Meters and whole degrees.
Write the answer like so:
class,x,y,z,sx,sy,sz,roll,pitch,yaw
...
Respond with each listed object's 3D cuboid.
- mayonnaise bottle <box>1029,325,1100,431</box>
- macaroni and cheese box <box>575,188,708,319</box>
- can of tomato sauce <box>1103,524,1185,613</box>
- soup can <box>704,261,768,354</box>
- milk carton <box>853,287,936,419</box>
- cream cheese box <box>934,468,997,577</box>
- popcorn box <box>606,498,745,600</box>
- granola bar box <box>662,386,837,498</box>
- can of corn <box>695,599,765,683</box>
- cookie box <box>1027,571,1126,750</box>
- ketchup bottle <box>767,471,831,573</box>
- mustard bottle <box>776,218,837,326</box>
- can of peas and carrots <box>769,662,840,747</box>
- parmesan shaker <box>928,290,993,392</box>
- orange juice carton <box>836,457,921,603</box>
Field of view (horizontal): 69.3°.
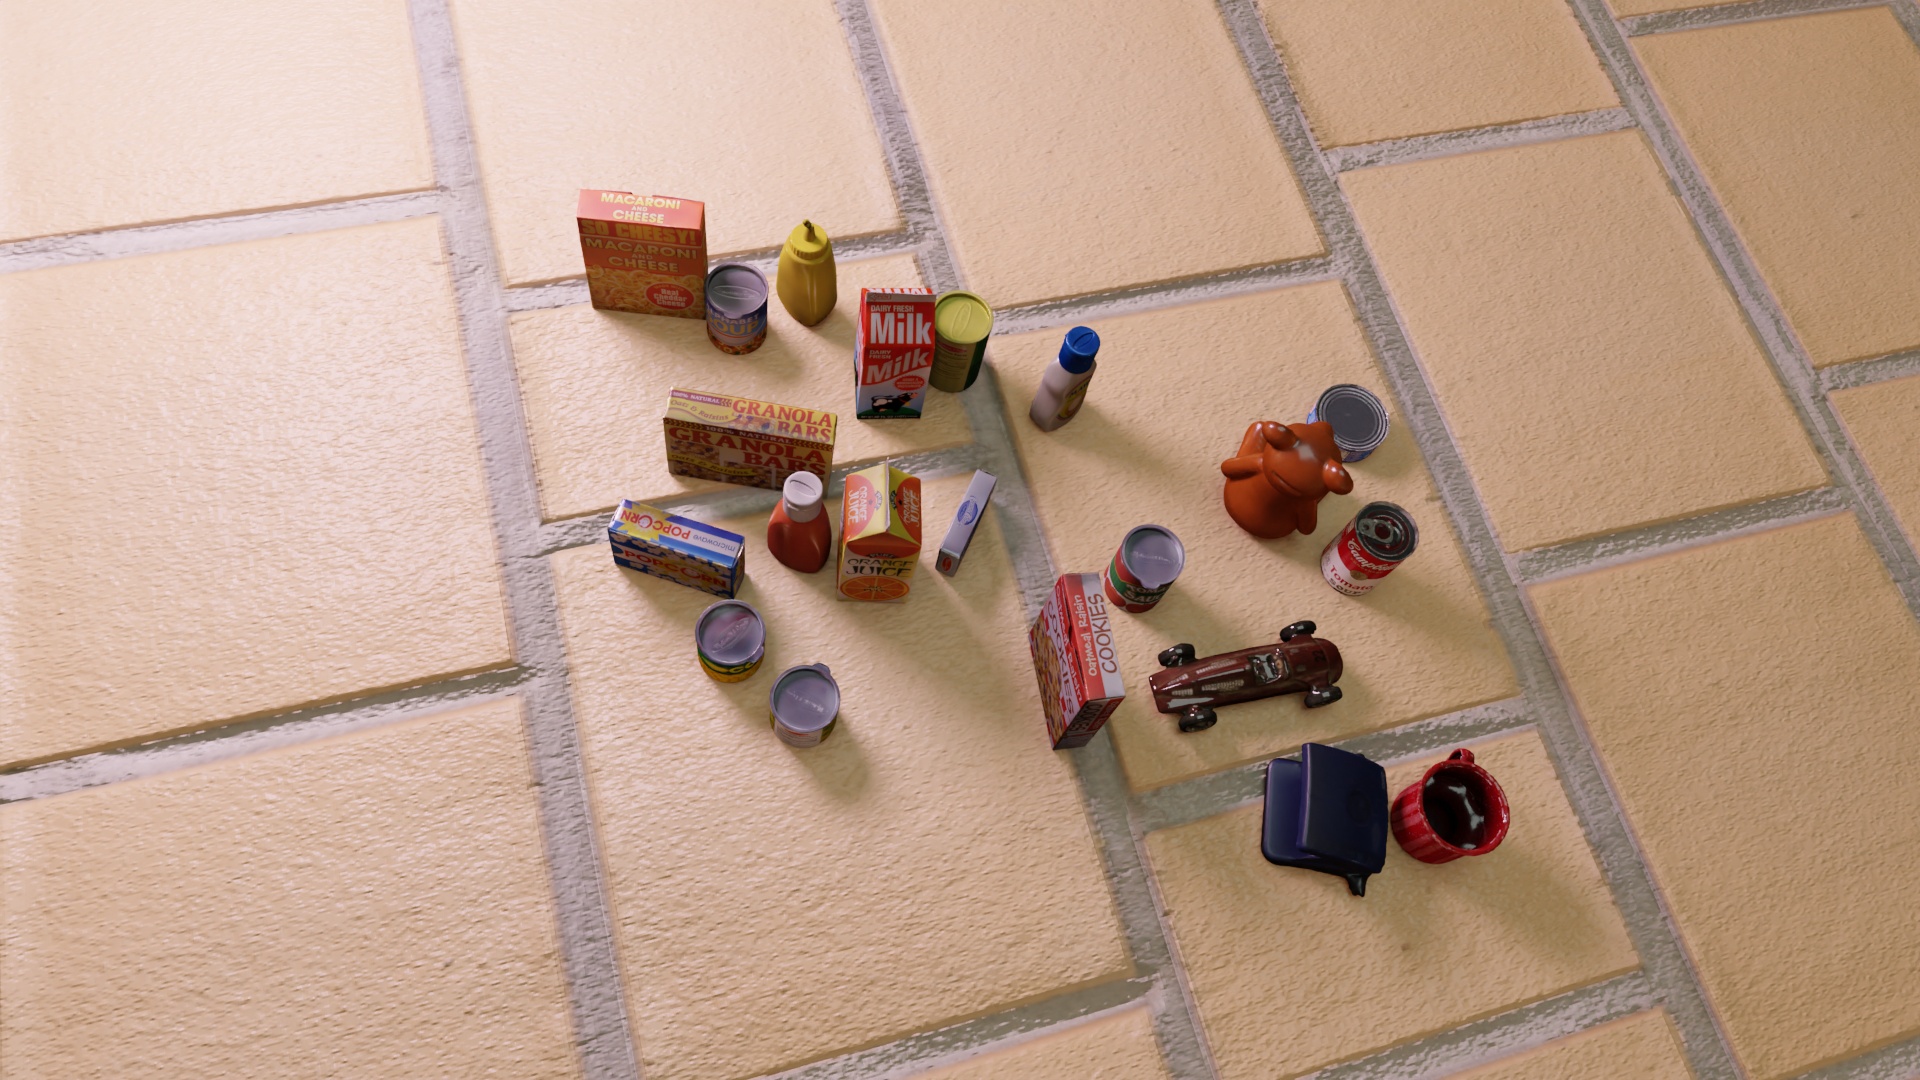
class,x,y,z,sx,sy,sz,roll,pitch,yaw
mayonnaise bottle,0.113,-0.172,1.463,0.065,0.147,0.041,-38,77,-21
macaroni and cheese box,-0.326,-0.295,1.441,0.124,0.165,0.040,5,66,-7
can of tomato sauce,0.187,0.032,1.419,0.071,0.082,0.071,3,66,-7
soup can,-0.238,-0.243,1.477,0.071,0.083,0.071,3,66,-7
milk carton,-0.069,-0.200,1.425,0.072,0.189,0.074,-1,67,-9
cream cheese box,0.005,-0.018,1.429,0.024,0.053,0.104,24,65,2
popcorn box,-0.275,0.010,1.356,0.127,0.085,0.038,17,65,-1
granola bar box,-0.210,-0.097,1.393,0.166,0.123,0.039,9,65,-5
can of corn,-0.220,0.100,1.339,0.071,0.058,0.071,3,66,-7
cookie box,0.107,0.117,1.322,0.040,0.166,0.123,-6,67,-11
ketchup bottle,-0.156,-0.018,1.352,0.065,0.148,0.044,28,65,4
mustard bottle,-0.160,-0.290,1.468,0.065,0.159,0.049,40,67,10
can of peas and carrots,-0.148,0.157,1.324,0.071,0.058,0.071,3,66,-7
parmesan shaker,-0.007,-0.213,1.488,0.071,0.102,0.071,3,66,-7
orange juice carton,-0.078,-0.007,1.335,0.073,0.191,0.072,3,66,-8
